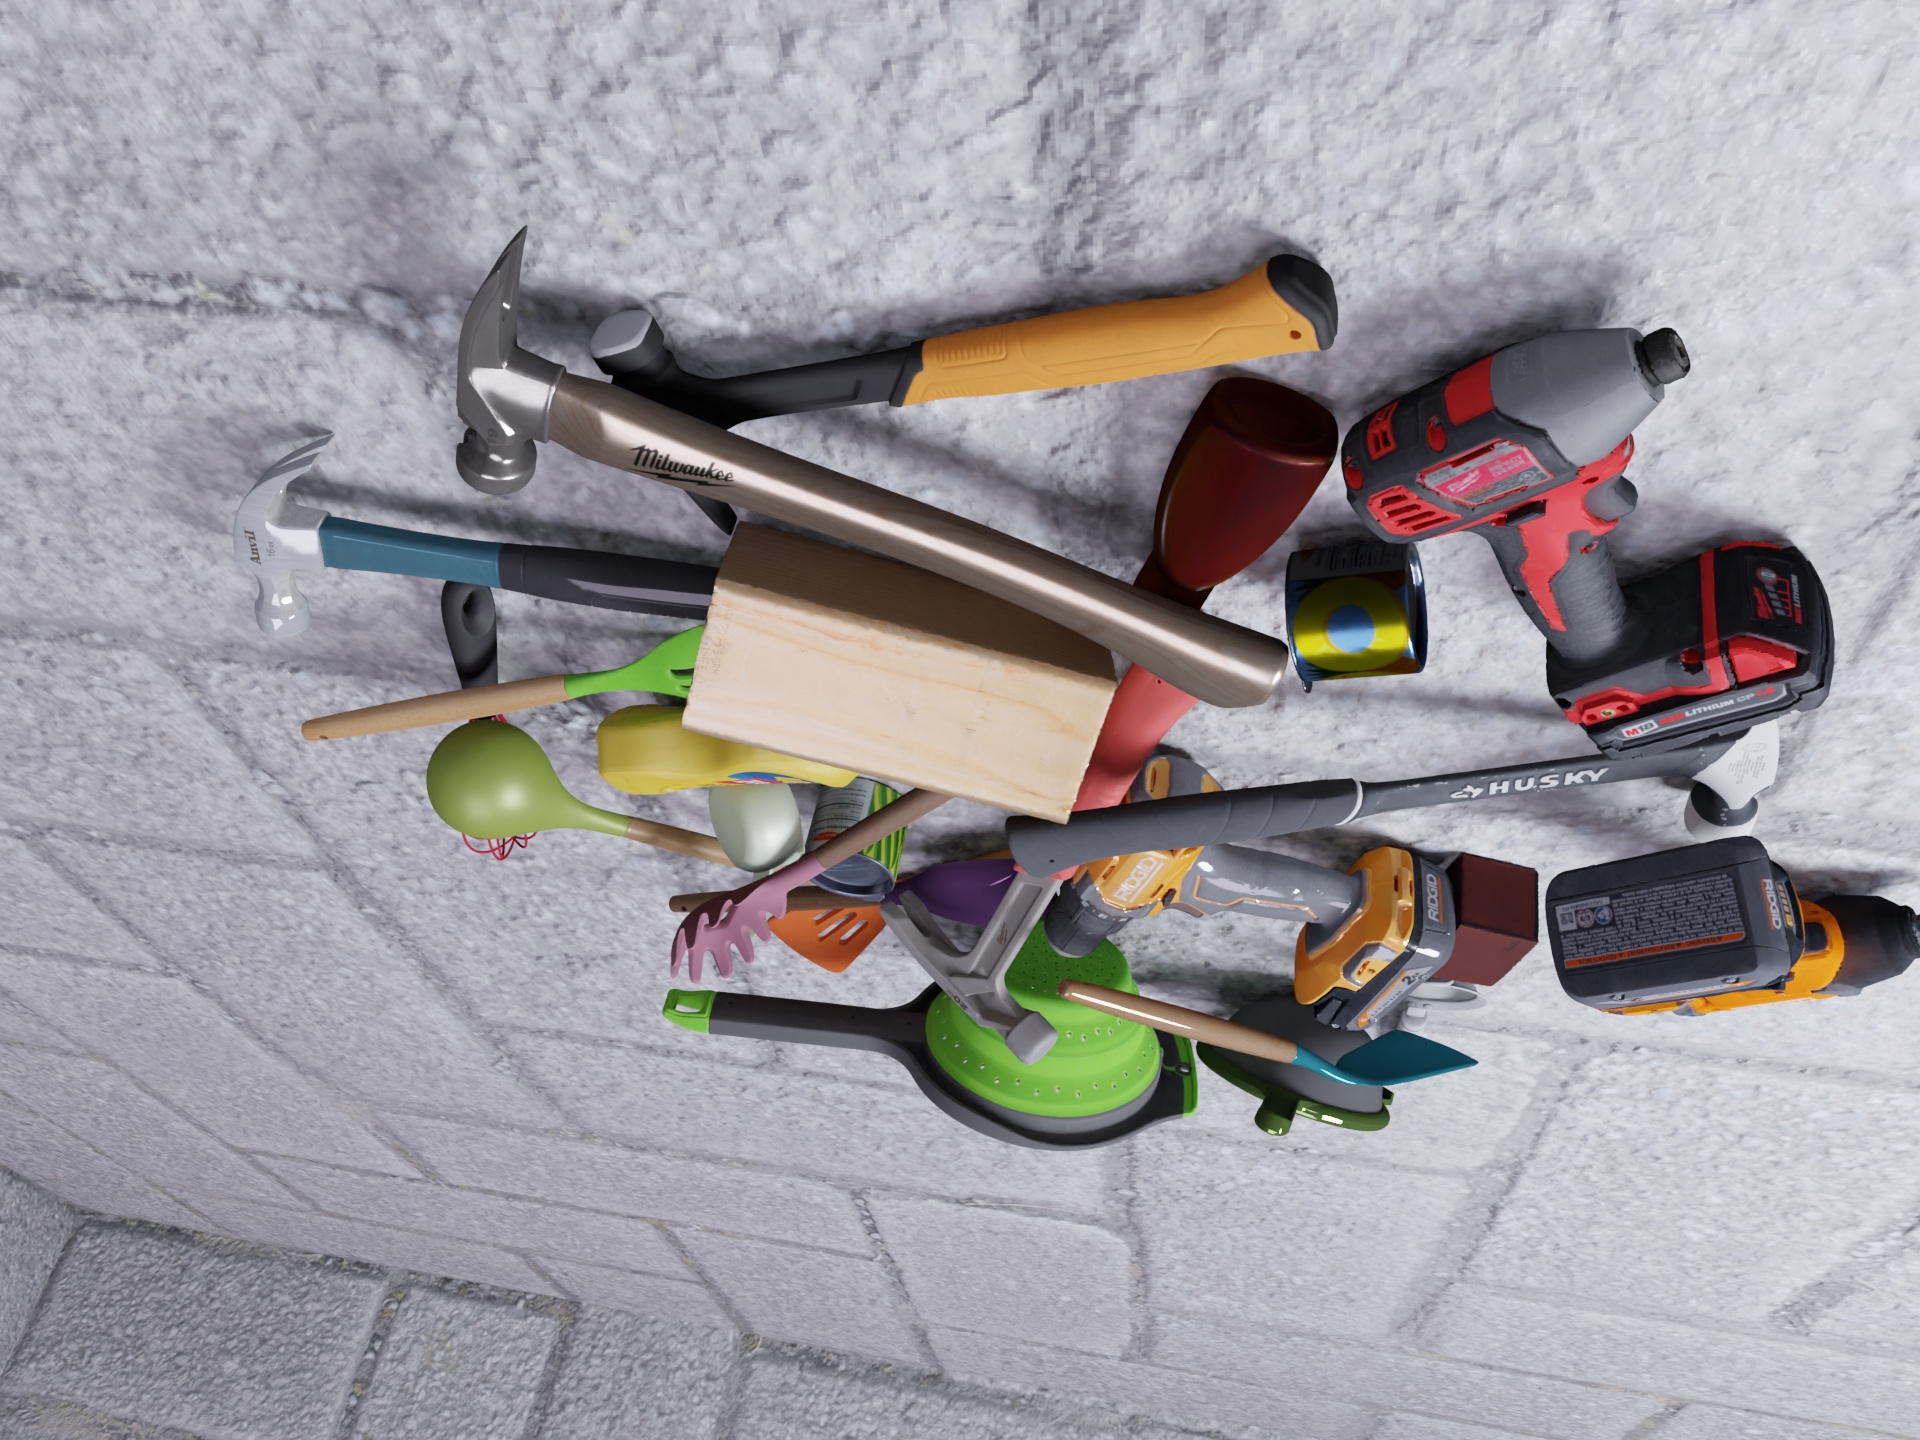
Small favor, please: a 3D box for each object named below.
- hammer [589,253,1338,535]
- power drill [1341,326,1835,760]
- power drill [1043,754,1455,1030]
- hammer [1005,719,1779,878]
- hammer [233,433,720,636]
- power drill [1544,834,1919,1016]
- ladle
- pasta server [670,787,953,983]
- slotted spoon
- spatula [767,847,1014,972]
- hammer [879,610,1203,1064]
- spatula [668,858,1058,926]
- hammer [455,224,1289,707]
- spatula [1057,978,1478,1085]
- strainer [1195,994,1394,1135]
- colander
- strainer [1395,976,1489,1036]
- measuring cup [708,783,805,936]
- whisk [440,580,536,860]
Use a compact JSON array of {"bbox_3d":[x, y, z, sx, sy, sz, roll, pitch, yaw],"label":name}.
[{"bbox_3d":[0.001,-0.154,0.720,0.337,0.034,0.127,-4,143,24],"label":"hammer"},{"bbox_3d":[0.285,-0.081,0.698,0.219,0.079,0.143,37,140,-28],"label":"power drill"},{"bbox_3d":[0.175,0.123,1.024,0.226,0.084,0.185,21,137,-9],"label":"power drill"},{"bbox_3d":[0.228,0.040,0.856,0.409,0.036,0.149,-8,141,6],"label":"hammer"},{"bbox_3d":[-0.243,-0.084,0.895,0.331,0.033,0.128,8,131,1],"label":"hammer"},{"bbox_3d":[0.450,0.123,0.904,0.164,0.084,0.226,-20,156,40],"label":"power drill"},{"bbox_3d":[-0.215,0.071,1.093,0.319,0.078,0.062,21,-165,-44],"label":"ladle"},{"bbox_3d":[-0.065,0.082,1.013,0.316,0.040,0.060,-31,148,22],"label":"pasta server"},{"bbox_3d":[-0.261,-0.015,0.972,0.314,0.031,0.070,-9,148,12],"label":"slotted spoon"},{"bbox_3d":[-0.006,0.119,1.137,0.322,0.041,0.081,-21,129,40],"label":"spatula"},{"bbox_3d":[0.057,0.062,0.962,0.149,0.036,0.358,45,136,20],"label":"hammer"},{"bbox_3d":[-0.077,0.128,1.144,0.316,0.018,0.059,-5,121,25],"label":"spatula"},{"bbox_3d":[-0.033,-0.098,0.747,0.410,0.038,0.146,20,145,-8],"label":"hammer"},{"bbox_3d":[0.199,0.202,1.046,0.317,0.044,0.082,19,178,-26],"label":"spatula"},{"bbox_3d":[0.243,0.243,1.145,0.151,0.069,0.256,20,-177,16],"label":"strainer"},{"bbox_3d":[-0.017,0.201,1.161,0.397,0.205,0.094,7,117,-1],"label":"colander"},{"bbox_3d":[0.331,0.212,1.163,0.087,0.050,0.258,8,153,13],"label":"strainer"},{"bbox_3d":[-0.148,0.097,1.089,0.038,0.083,0.167,-17,140,-31],"label":"measuring cup"},{"bbox_3d":[-0.314,0.001,1.052,0.073,0.073,0.295,13,143,0],"label":"whisk"}]
